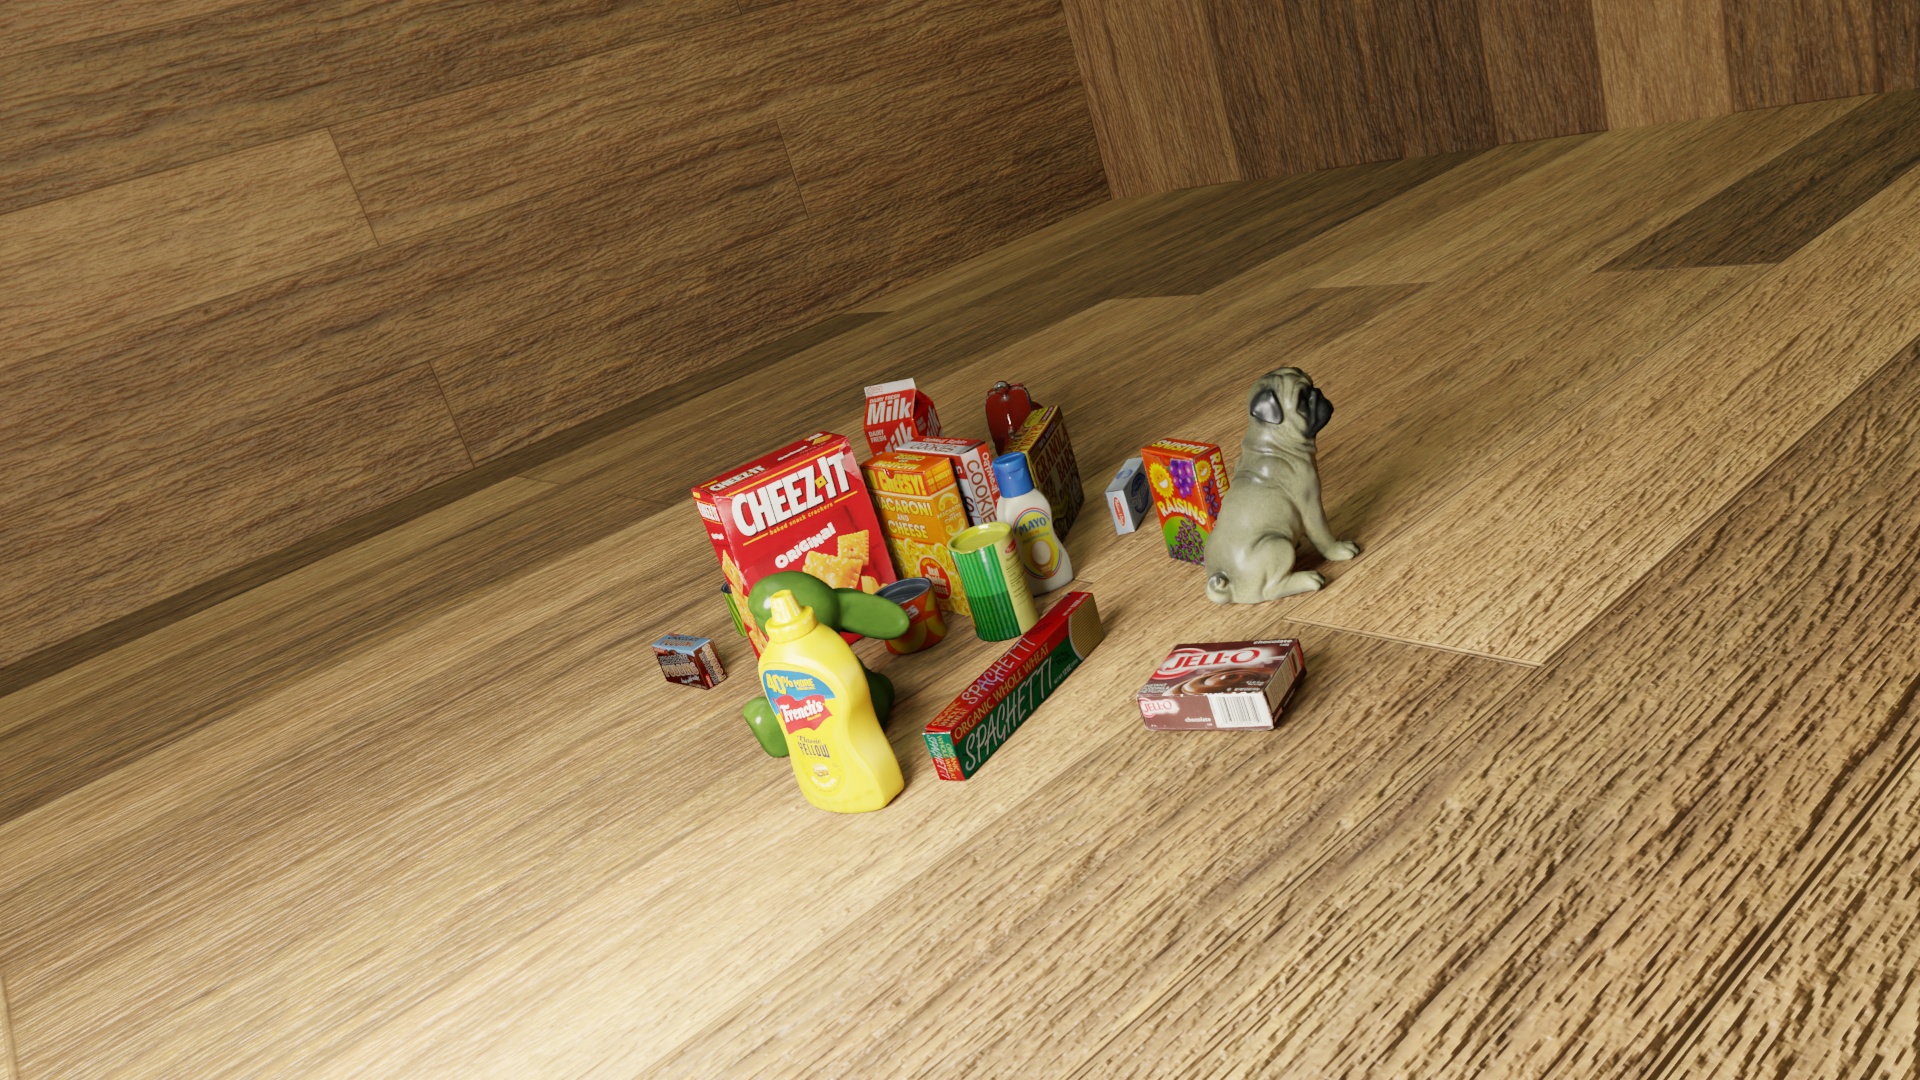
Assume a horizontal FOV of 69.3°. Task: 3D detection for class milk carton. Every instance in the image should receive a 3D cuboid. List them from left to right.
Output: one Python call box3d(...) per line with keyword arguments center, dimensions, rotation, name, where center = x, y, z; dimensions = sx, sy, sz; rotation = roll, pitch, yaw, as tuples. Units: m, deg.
box3d(center=(-0.062, -0.109, 1.748), dimensions=(0.072, 0.190, 0.074), rotation=(-9, 21, 24), name="milk carton")

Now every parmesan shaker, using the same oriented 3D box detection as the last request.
box3d(center=(0.032, 0.042, 1.380), dimensions=(0.071, 0.102, 0.071), rotation=(-16, 19, 6), name="parmesan shaker")

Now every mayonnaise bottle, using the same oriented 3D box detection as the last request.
box3d(center=(0.069, -0.018, 1.445), dimensions=(0.065, 0.147, 0.041), rotation=(-21, 19, -11), name="mayonnaise bottle")

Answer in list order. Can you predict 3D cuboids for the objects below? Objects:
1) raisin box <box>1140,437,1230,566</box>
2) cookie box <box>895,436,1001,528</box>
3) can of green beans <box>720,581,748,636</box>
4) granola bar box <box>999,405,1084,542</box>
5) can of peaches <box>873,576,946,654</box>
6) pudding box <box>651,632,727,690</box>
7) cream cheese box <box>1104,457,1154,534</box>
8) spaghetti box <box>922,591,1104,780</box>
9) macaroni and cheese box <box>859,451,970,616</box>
box3d(center=(0.234, -0.038, 1.396), dimensions=(0.040, 0.123, 0.086), rotation=(-26, 20, -23), name="raisin box")
box3d(center=(0.001, -0.029, 1.505), dimensions=(0.040, 0.167, 0.123), rotation=(-29, 22, -31), name="cookie box")
box3d(center=(-0.235, 0.071, 1.601), dimensions=(0.071, 0.057, 0.071), rotation=(-15, 19, 6), name="can of green beans")
box3d(center=(0.097, -0.071, 1.605), dimensions=(0.039, 0.123, 0.166), rotation=(-10, 20, 21), name="granola bar box")
box3d(center=(-0.054, 0.078, 1.423), dimensions=(0.071, 0.058, 0.071), rotation=(-15, 19, 6), name="can of peaches")
box3d(center=(-0.293, 0.130, 1.500), dimensions=(0.083, 0.049, 0.030), rotation=(3, 28, 46), name="pudding box")
box3d(center=(0.194, -0.052, 1.577), dimensions=(0.024, 0.053, 0.104), rotation=(-8, 21, 26), name="cream cheese box")
box3d(center=(0.053, 0.123, 1.219), dimensions=(0.028, 0.050, 0.251), rotation=(-2, 24, 38), name="spaghetti box")
box3d(center=(-0.038, -0.008, 1.484), dimensions=(0.040, 0.166, 0.123), rotation=(-29, 22, -31), name="macaroni and cheese box")
